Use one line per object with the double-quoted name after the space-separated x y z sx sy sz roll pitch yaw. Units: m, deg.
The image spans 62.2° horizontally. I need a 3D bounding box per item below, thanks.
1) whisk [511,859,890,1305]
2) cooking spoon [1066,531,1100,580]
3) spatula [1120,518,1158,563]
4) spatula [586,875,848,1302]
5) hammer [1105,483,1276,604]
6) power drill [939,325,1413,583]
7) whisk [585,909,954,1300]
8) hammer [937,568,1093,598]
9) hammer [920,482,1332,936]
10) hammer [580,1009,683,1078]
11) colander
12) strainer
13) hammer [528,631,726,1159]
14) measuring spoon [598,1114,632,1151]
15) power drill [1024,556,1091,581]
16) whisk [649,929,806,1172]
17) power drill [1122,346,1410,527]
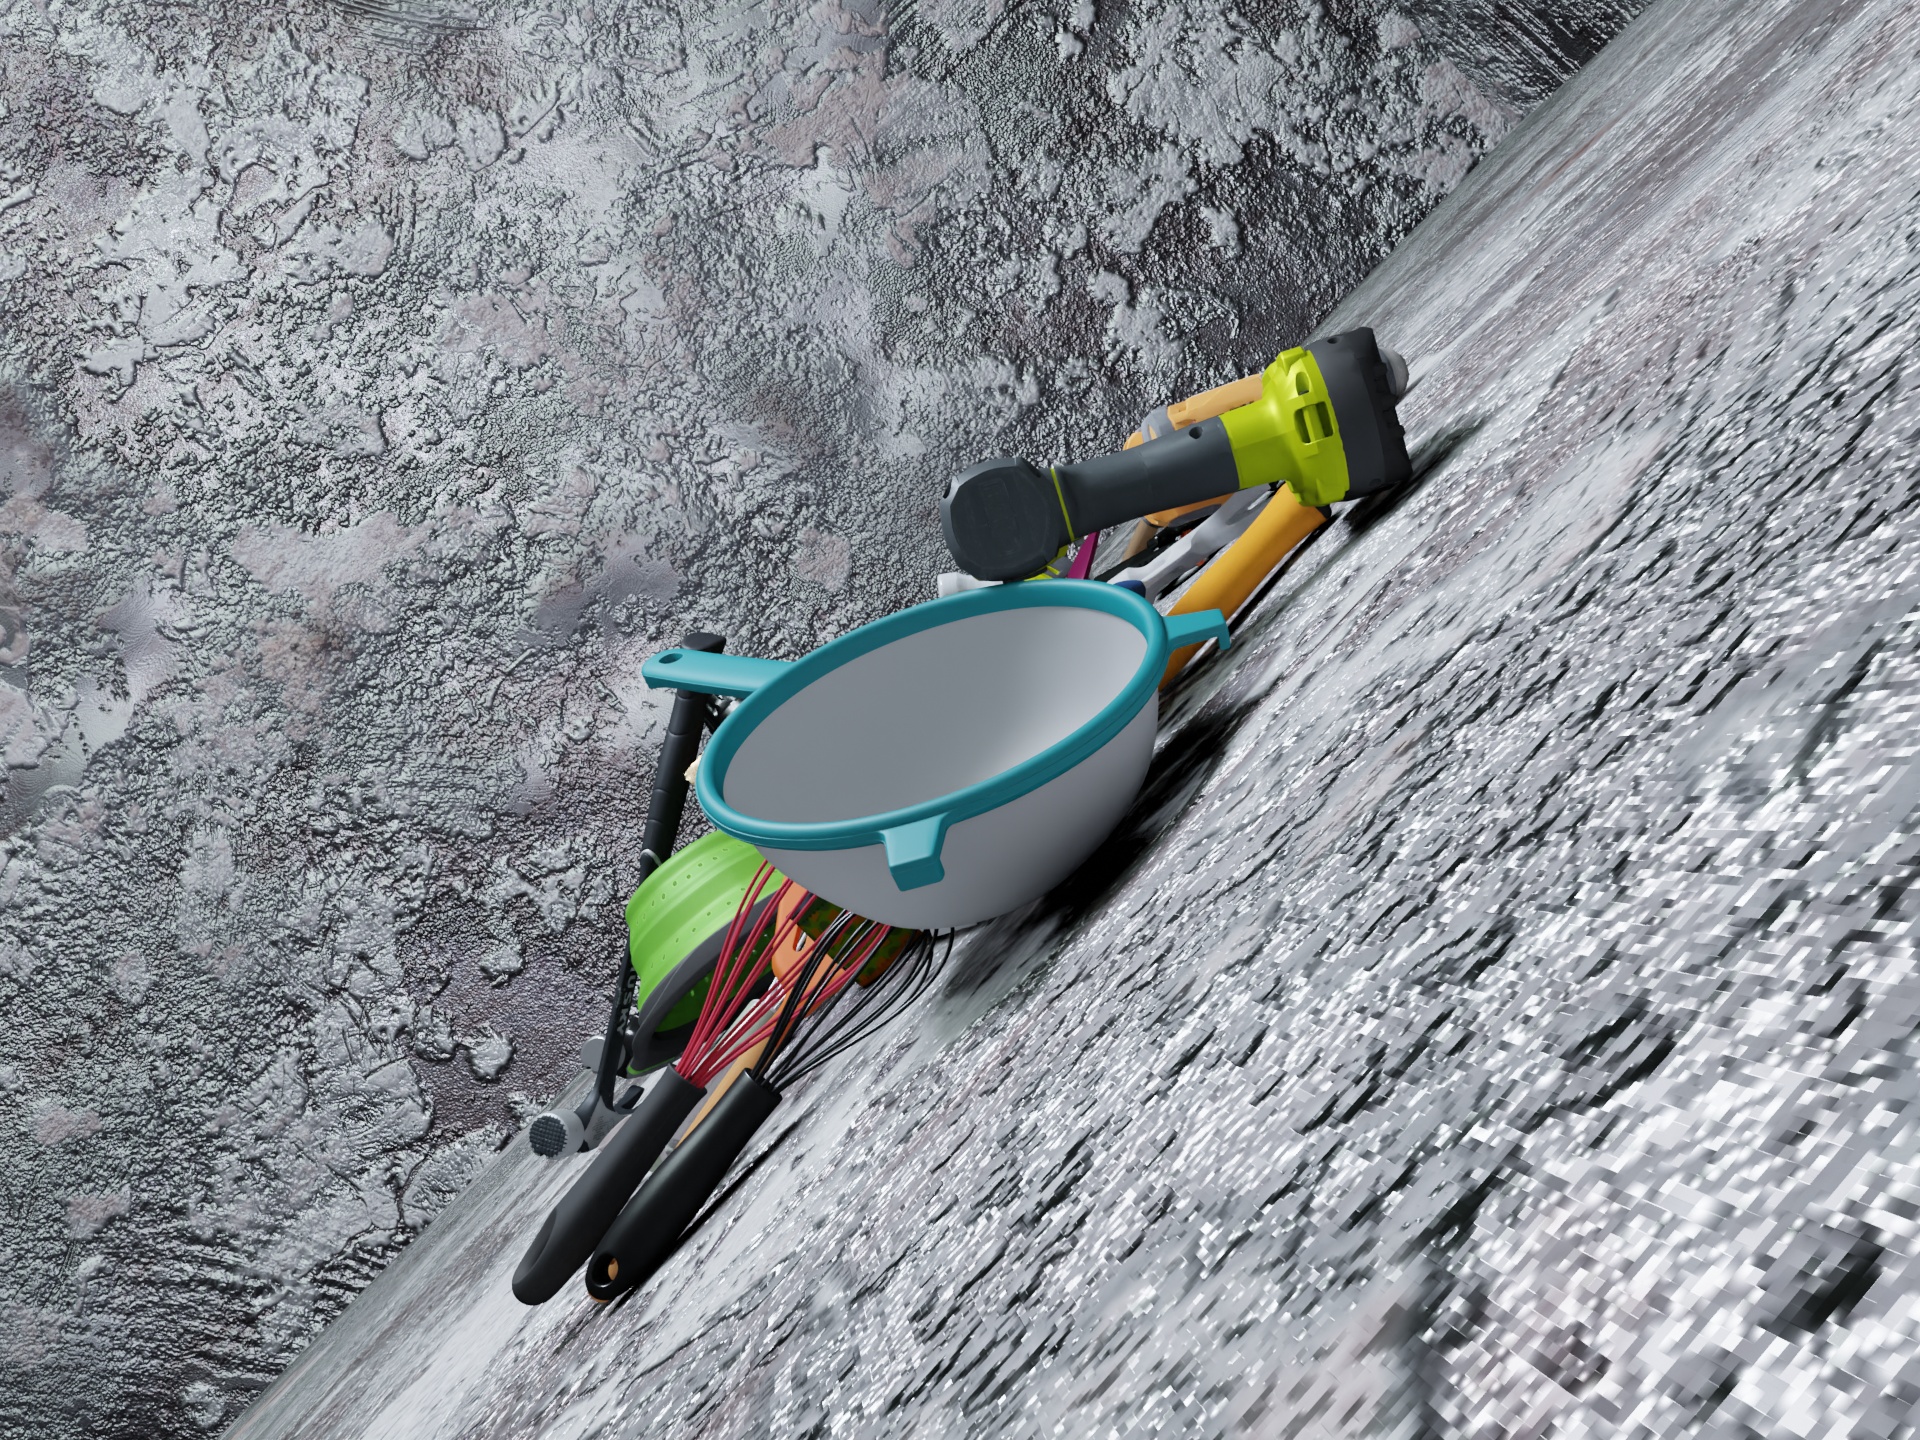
-0.120 0.158 0.771 0.296 0.073 0.073 -53 4 -7 "whisk"
0.047 -0.022 1.018 0.068 0.017 0.319 99 -169 -47 "cooking spoon"
0.153 -0.159 1.487 0.082 0.044 0.317 -35 -18 -30 "spatula"
-0.119 0.184 0.867 0.081 0.041 0.323 4 29 18 "spatula"
0.108 -0.082 0.968 0.144 0.035 0.405 -36 0 23 "hammer"
0.104 -0.126 0.822 0.223 0.080 0.171 -16 4 6 "power drill"
-0.088 0.169 0.725 0.239 0.055 0.055 -50 3 -3 "whisk"
0.059 -0.085 1.442 0.128 0.033 0.331 -8 -11 4 "hammer"
0.090 -0.015 0.850 0.337 0.034 0.127 -46 4 -23 "hammer"
-0.214 0.150 1.375 0.335 0.035 0.146 -65 -19 -4 "hammer"
-0.121 0.089 1.097 0.397 0.094 0.204 -47 -17 28 "colander"
-0.042 0.019 0.742 0.211 0.095 0.340 -37 28 -31 "strainer"
-0.240 0.130 1.240 0.149 0.036 0.409 18 -96 -72 "hammer"
-0.231 0.301 1.168 0.124 0.018 0.034 -31 13 49 "measuring spoon"
-0.002 -0.004 1.146 0.228 0.080 0.191 -55 -3 34 "power drill"
-0.112 0.173 0.972 0.059 0.057 0.246 7 49 45 "whisk"
0.215 -0.212 1.173 0.185 0.084 0.226 -20 0 -2 "power drill"
